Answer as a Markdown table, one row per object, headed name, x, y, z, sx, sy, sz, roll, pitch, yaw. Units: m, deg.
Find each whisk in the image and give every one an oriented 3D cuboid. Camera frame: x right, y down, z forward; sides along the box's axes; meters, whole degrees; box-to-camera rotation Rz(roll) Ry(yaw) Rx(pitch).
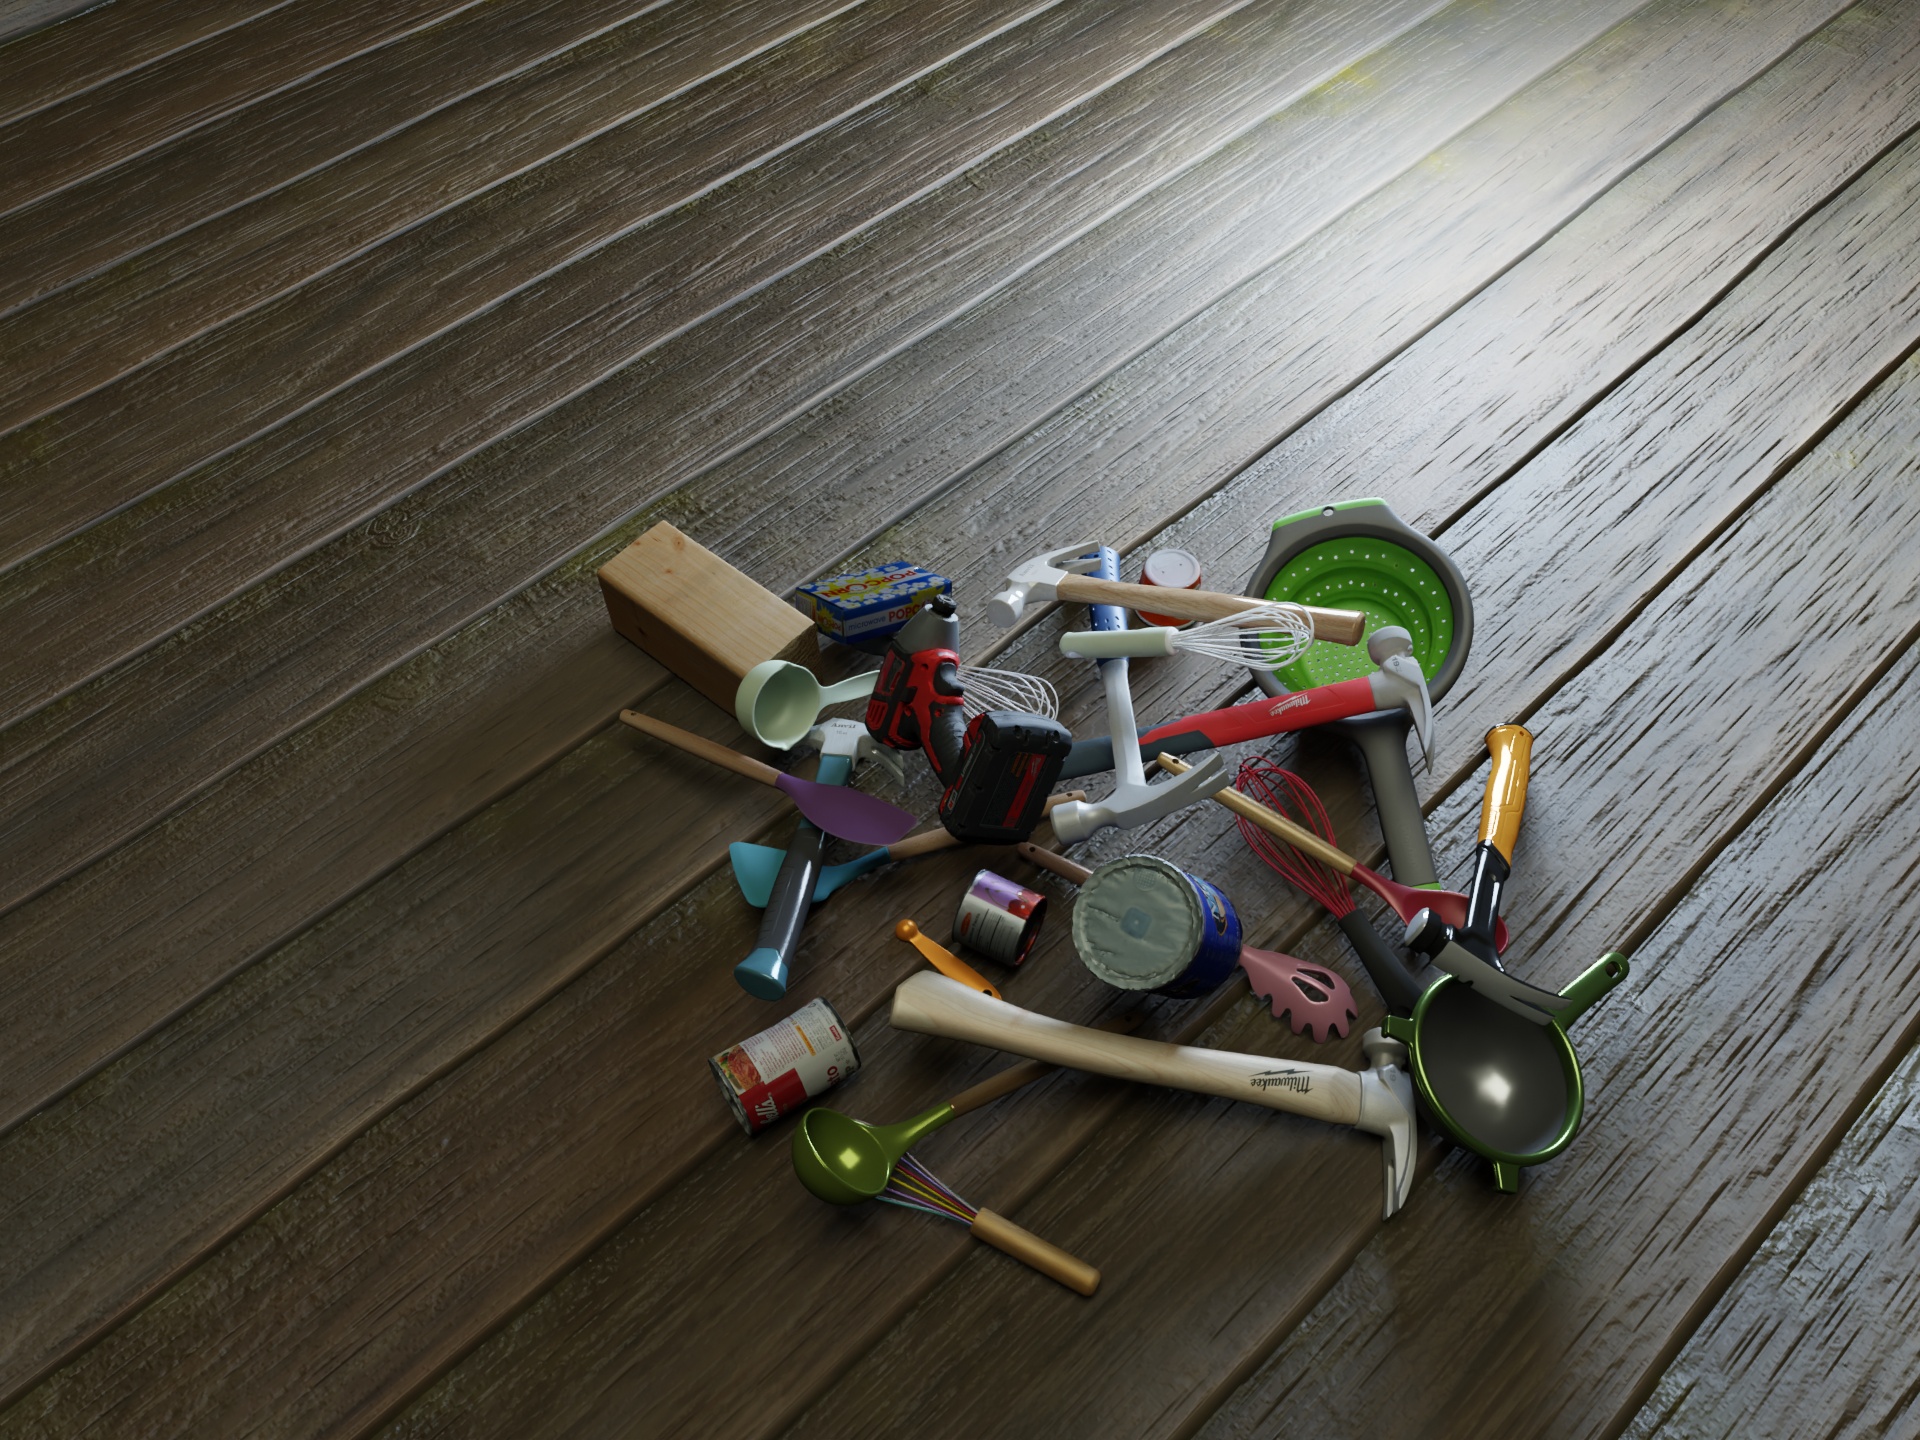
| name | x | y | z | sx | sy | sz | roll | pitch | yaw |
| --- | --- | --- | --- | --- | --- | --- | --- | --- | --- |
| whisk | -0.017 | -0.043 | 1.466 | 0.070 | 0.070 | 0.285 | -40 | 46 | -25 |
| whisk | -0.009 | 0.365 | 1.190 | 0.245 | 0.047 | 0.051 | 25 | 56 | 15 |
| whisk | 0.188 | -0.069 | 1.355 | 0.246 | 0.057 | 0.059 | 0 | 70 | 38 |
| whisk | 0.315 | 0.149 | 1.334 | 0.073 | 0.073 | 0.296 | -22 | 60 | -14 |

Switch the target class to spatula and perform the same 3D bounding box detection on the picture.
| name | x | y | z | sx | sy | sz | roll | pitch | yaw |
| --- | --- | --- | --- | --- | --- | --- | --- | --- | --- |
| spatula | -0.039 | 0.103 | 1.387 | 0.317 | 0.044 | 0.082 | -16 | 40 | -11 |
| spatula | -0.178 | 0.045 | 1.383 | 0.316 | 0.018 | 0.060 | 21 | 41 | 28 |

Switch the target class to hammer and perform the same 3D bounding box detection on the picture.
| name | x | y | z | sx | sy | sz | roll | pitch | yaw |
| --- | --- | --- | --- | --- | --- | --- | --- | --- | --- |
| hammer | 0.197 | -0.107 | 1.429 | 0.331 | 0.031 | 0.130 | 11 | 38 | 26 |
| hammer | 0.144 | -0.042 | 1.418 | 0.144 | 0.035 | 0.406 | -17 | 34 | 12 |
| hammer | 0.450 | 0.106 | 1.314 | 0.127 | 0.034 | 0.337 | 31 | 39 | 3 |
| hammer | 0.147 | 0.269 | 1.212 | 0.410 | 0.038 | 0.146 | 12 | 54 | -3 |
| hammer | 0.209 | 0.022 | 1.375 | 0.386 | 0.038 | 0.143 | -13 | 48 | 12 |
| hammer | -0.130 | 0.106 | 1.341 | 0.128 | 0.033 | 0.331 | 4 | 38 | 8 |

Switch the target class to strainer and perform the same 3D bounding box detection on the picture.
| name | x | y | z | sx | sy | sz | roll | pitch | yaw |
| --- | --- | --- | --- | --- | --- | --- | --- | --- | --- |
| strainer | 0.435 | 0.254 | 1.248 | 0.256 | 0.069 | 0.151 | -25 | 73 | -33 |

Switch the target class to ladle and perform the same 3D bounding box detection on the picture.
| name | x | y | z | sx | sy | sz | roll | pitch | yaw |
| --- | --- | --- | --- | --- | --- | --- | --- | --- | --- |
| ladle | 0.016 | 0.279 | 1.209 | 0.320 | 0.062 | 0.078 | -19 | 54 | -29 |
| ladle | 0.299 | 0.109 | 1.307 | 0.315 | 0.031 | 0.069 | 31 | 51 | 13 |

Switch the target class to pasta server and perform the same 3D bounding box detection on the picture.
| name | x | y | z | sx | sy | sz | roll | pitch | yaw |
| --- | --- | --- | --- | --- | --- | --- | --- | --- | --- |
| pasta server | 0.185 | 0.176 | 1.337 | 0.316 | 0.040 | 0.060 | 24 | 58 | 24 |

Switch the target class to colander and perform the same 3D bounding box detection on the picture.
| name | x | y | z | sx | sy | sz | roll | pitch | yaw |
| --- | --- | --- | --- | --- | --- | --- | --- | --- | --- |
| colander | 0.372 | 0.000 | 1.432 | 0.204 | 0.094 | 0.397 | -12 | 71 | 10 |

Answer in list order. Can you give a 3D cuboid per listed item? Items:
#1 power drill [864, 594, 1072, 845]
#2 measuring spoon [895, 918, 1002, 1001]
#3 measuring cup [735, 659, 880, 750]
| name | x | y | z | sx | sy | sz | roll | pitch | yaw |
| --- | --- | --- | --- | --- | --- | --- | --- | --- | --- |
| power drill | -0.002 | -0.004 | 1.341 | 0.078 | 0.143 | 0.220 | 8 | 26 | -34 |
| measuring spoon | -0.010 | 0.202 | 1.330 | 0.117 | 0.011 | 0.021 | 36 | 62 | 25 |
| measuring cup | -0.134 | -0.027 | 1.447 | 0.038 | 0.083 | 0.167 | 20 | 27 | 40 |
